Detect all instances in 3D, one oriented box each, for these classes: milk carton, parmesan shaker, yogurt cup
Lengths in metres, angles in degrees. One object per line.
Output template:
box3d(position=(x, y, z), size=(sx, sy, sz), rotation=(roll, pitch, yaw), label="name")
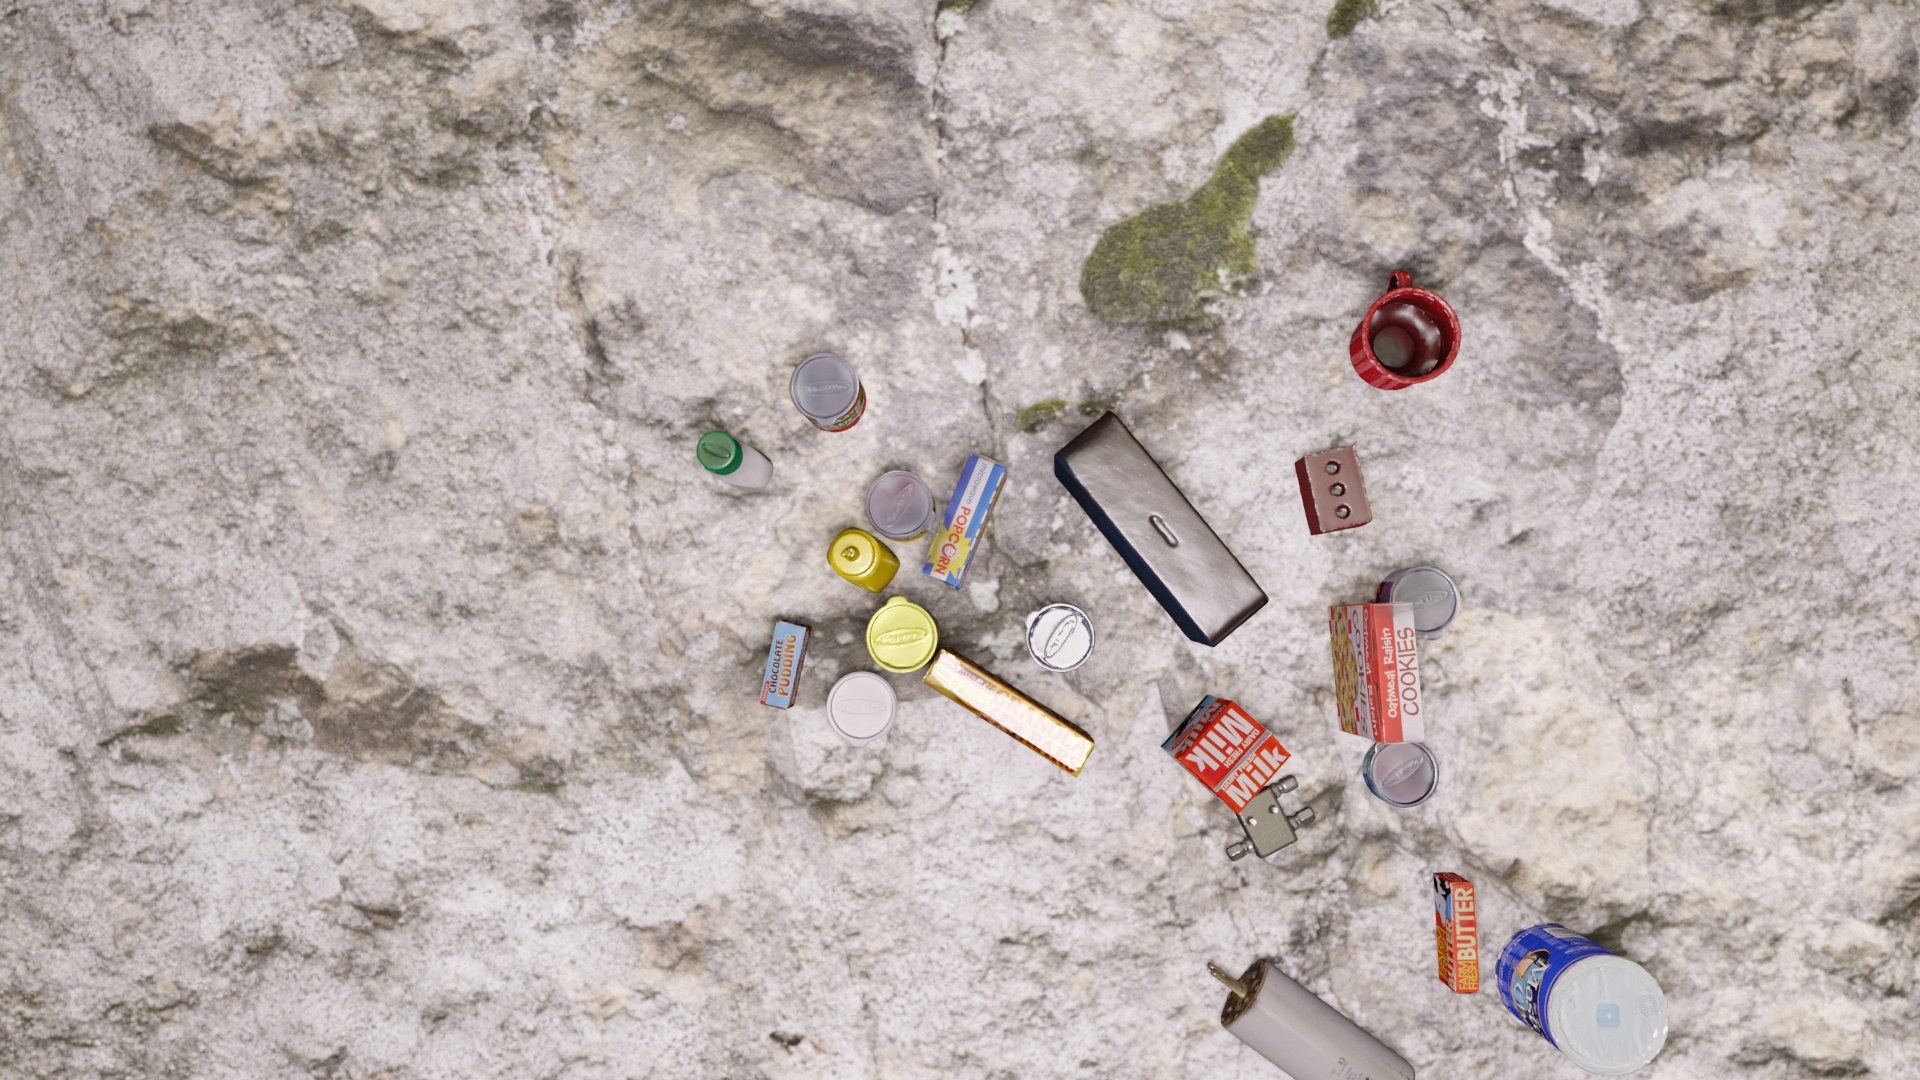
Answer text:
box3d(position=(0.243, 0.194, 1.268), size=(0.073, 0.190, 0.072), rotation=(43, 89, 4), label="milk carton")
box3d(position=(-0.053, 0.090, 1.330), size=(0.071, 0.103, 0.071), rotation=(0, 86, 2), label="parmesan shaker")
box3d(position=(-0.093, 0.161, 1.351), size=(0.072, 0.054, 0.072), rotation=(0, 86, 2), label="yogurt cup")

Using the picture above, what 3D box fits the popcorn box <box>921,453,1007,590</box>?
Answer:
box3d(position=(0.005, -0.017, 1.345), size=(0.038, 0.085, 0.126), rotation=(23, 87, 3), label="popcorn box")

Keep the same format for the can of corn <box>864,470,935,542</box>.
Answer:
box3d(position=(-0.056, -0.031, 1.362), size=(0.071, 0.058, 0.071), rotation=(0, 86, 2), label="can of corn")

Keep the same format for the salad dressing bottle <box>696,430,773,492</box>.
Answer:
box3d(position=(-0.218, -0.076, 1.326), size=(0.064, 0.147, 0.044), rotation=(23, 87, 3), label="salad dressing bottle")

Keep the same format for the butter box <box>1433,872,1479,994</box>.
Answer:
box3d(position=(0.470, 0.371, 1.316), size=(0.024, 0.053, 0.103), rotation=(-2, 86, 2), label="butter box")

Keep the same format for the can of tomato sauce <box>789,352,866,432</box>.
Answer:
box3d(position=(-0.128, -0.141, 1.360), size=(0.071, 0.083, 0.071), rotation=(0, 86, 2), label="can of tomato sauce")

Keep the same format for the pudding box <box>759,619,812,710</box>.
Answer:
box3d(position=(-0.171, 0.121, 1.358), size=(0.030, 0.049, 0.083), rotation=(12, 86, 3), label="pudding box")

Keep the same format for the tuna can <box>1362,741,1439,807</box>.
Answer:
box3d(position=(0.422, 0.221, 1.339), size=(0.071, 0.033, 0.071), rotation=(0, 86, 2), label="tuna can")

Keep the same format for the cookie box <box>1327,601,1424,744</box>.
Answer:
box3d(position=(0.380, 0.119, 1.281), size=(0.040, 0.167, 0.123), rotation=(-4, 86, 2), label="cookie box")

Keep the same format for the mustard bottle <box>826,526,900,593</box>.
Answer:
box3d(position=(-0.095, 0.016, 1.308), size=(0.065, 0.160, 0.049), rotation=(36, 88, 4), label="mustard bottle")

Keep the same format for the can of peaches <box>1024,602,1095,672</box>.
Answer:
box3d(position=(0.094, 0.092, 1.348), size=(0.071, 0.058, 0.071), rotation=(0, 86, 2), label="can of peaches")

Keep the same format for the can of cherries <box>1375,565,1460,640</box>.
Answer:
box3d(position=(0.440, 0.061, 1.338), size=(0.071, 0.058, 0.071), rotation=(0, 86, 2), label="can of cherries")

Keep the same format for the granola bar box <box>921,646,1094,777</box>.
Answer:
box3d(position=(0.046, 0.158, 1.311), size=(0.165, 0.124, 0.039), rotation=(32, 88, 4), label="granola bar box")
